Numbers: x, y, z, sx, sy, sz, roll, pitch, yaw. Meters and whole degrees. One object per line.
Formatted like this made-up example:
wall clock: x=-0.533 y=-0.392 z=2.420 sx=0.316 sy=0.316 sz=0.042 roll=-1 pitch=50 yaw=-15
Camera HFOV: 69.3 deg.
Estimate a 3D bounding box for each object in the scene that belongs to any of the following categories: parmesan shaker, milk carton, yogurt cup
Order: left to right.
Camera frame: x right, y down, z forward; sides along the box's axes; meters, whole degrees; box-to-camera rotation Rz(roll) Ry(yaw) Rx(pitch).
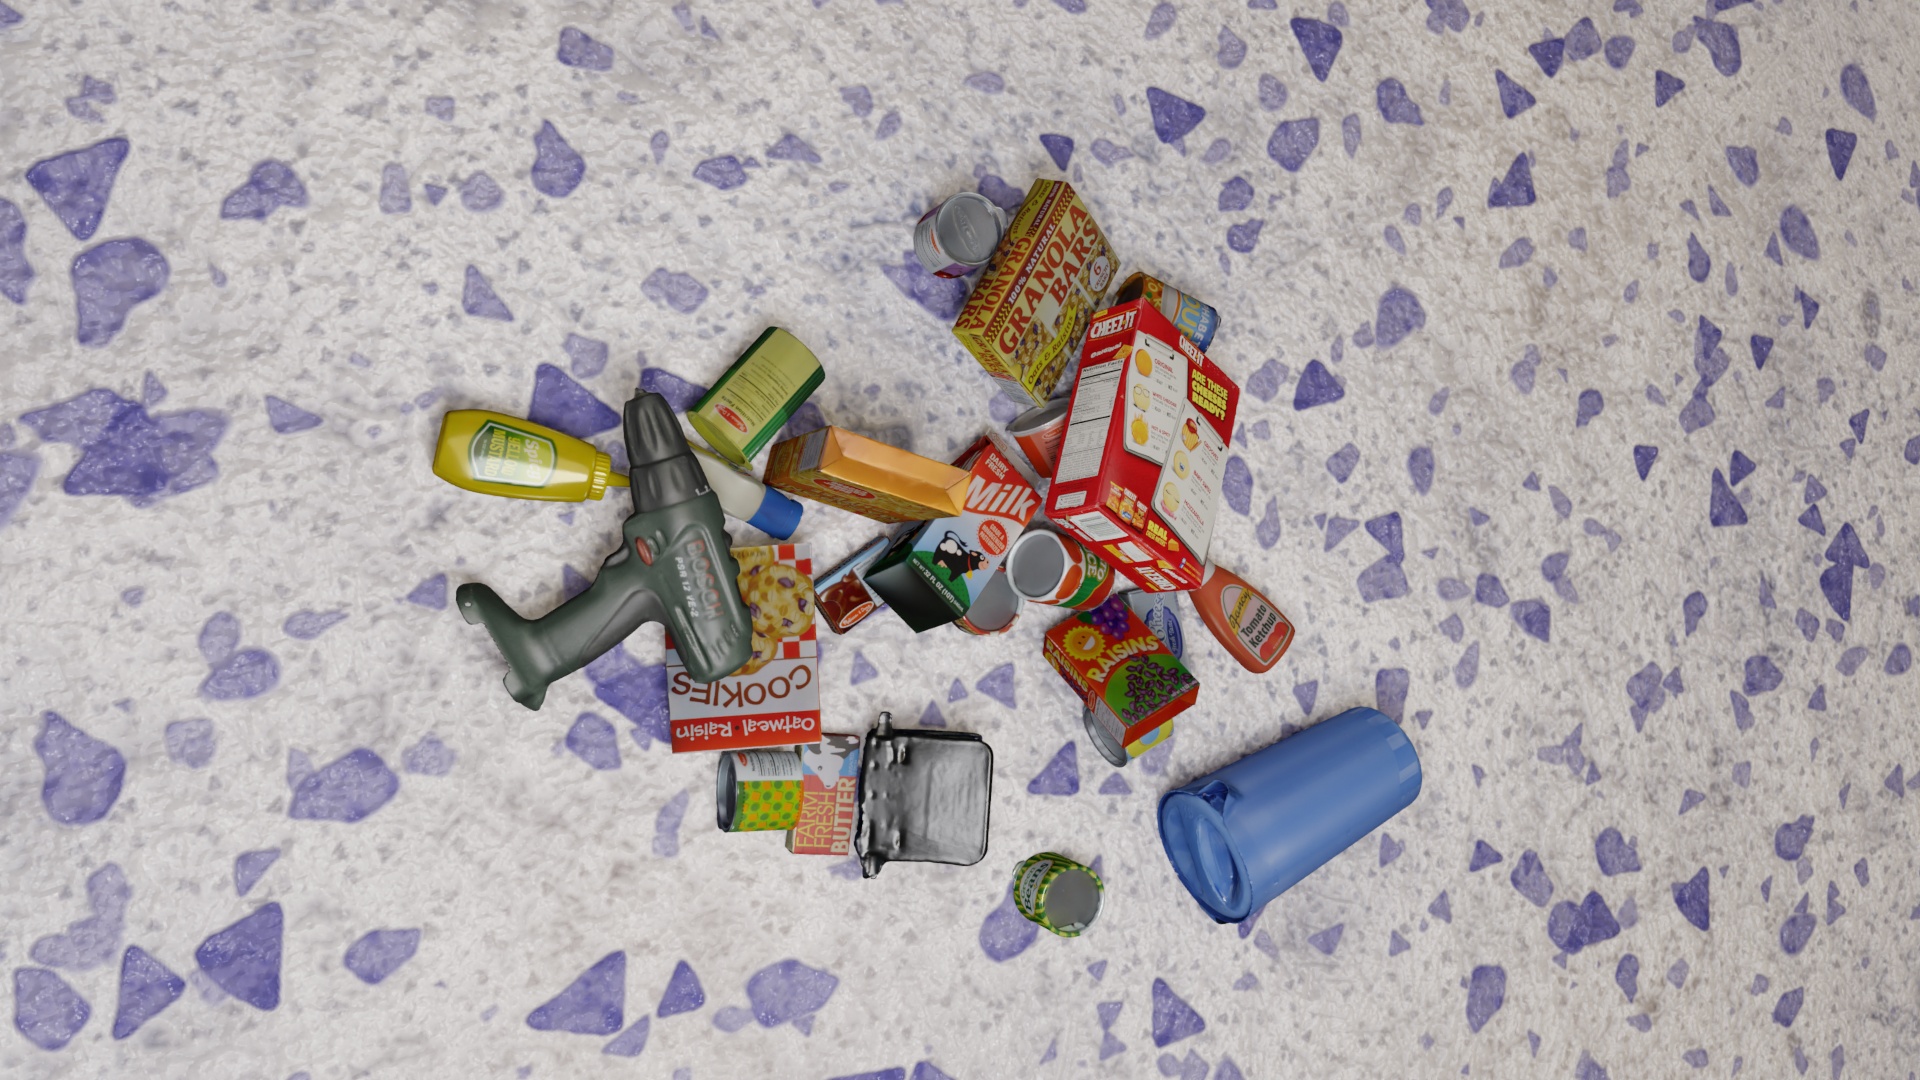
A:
parmesan shaker: x=-0.168 y=-0.119 z=1.160 sx=0.071 sy=0.071 sz=0.103 roll=45 pitch=73 yaw=-16
milk carton: x=0.004 y=-0.015 z=1.211 sx=0.072 sy=0.073 sz=0.191 roll=47 pitch=54 yaw=-15
yogurt cup: x=0.086 y=-0.093 z=1.268 sx=0.072 sy=0.072 sz=0.053 roll=-34 pitch=110 yaw=-20

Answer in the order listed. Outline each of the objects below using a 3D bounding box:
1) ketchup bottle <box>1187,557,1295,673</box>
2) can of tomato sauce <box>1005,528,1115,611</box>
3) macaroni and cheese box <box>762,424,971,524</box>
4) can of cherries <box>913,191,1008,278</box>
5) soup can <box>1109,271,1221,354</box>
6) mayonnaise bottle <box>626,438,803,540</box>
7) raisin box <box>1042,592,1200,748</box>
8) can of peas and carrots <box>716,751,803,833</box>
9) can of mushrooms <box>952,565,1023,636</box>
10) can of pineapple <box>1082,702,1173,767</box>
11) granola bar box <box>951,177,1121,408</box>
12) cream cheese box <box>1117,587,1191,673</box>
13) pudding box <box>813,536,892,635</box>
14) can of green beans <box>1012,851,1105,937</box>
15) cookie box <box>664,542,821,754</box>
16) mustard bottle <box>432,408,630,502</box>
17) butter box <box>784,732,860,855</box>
ketchup bottle: x=0.256 y=0.060 z=1.345 sx=0.148 sy=0.043 sz=0.065 roll=44 pitch=72 yaw=-15
can of tomato sauce: x=0.091 y=0.026 z=1.245 sx=0.083 sy=0.071 sz=0.071 roll=13 pitch=83 yaw=-53
macaroni and cheese box: x=-0.080 y=-0.051 z=1.140 sx=0.124 sy=0.166 sz=0.040 roll=18 pitch=82 yaw=-22
can of cherries: x=0.000 y=-0.271 z=1.239 sx=0.071 sy=0.058 sz=0.071 roll=1 pitch=87 yaw=-22
soup can: x=0.191 y=-0.208 z=1.310 sx=0.084 sy=0.071 sz=0.071 roll=22 pitch=80 yaw=-20
mayonnaise bottle: x=-0.201 y=-0.048 z=1.148 sx=0.148 sy=0.065 sz=0.041 roll=29 pitch=91 yaw=-23
raisin box: x=0.145 y=0.116 z=1.261 sx=0.086 sy=0.039 sz=0.124 roll=-28 pitch=57 yaw=-21
can of peas and carrots: x=-0.167 y=0.210 z=1.153 sx=0.059 sy=0.071 sz=0.071 roll=3 pitch=88 yaw=-23
can of mushrooms: x=0.020 y=0.054 z=1.251 sx=0.071 sy=0.033 sz=0.071 roll=0 pitch=89 yaw=-23
can of pineapple: x=0.155 y=0.166 z=1.286 sx=0.058 sy=0.071 sz=0.071 roll=-27 pitch=99 yaw=-22
granola bar box: x=0.072 y=-0.220 z=1.247 sx=0.124 sy=0.039 sz=0.166 roll=43 pitch=71 yaw=-50
cream cheese box: x=0.187 y=0.094 z=1.324 sx=0.053 sy=0.024 sz=0.103 roll=-12 pitch=93 yaw=-22
pudding box: x=-0.088 y=0.038 z=1.209 sx=0.084 sy=0.030 sz=0.049 roll=-37 pitch=103 yaw=-19
can of green beans: x=0.089 y=0.321 z=1.259 sx=0.071 sy=0.058 sz=0.071 roll=1 pitch=88 yaw=-23
cookie box: x=-0.181 y=0.088 z=1.150 sx=0.123 sy=0.040 sz=0.167 roll=-3 pitch=90 yaw=-9
mustard bottle: x=-0.330 y=-0.061 z=1.100 sx=0.160 sy=0.049 sz=0.065 roll=11 pitch=87 yaw=-22
butter box: x=-0.118 y=0.217 z=1.194 sx=0.053 sy=0.024 sz=0.103 roll=7 pitch=86 yaw=-22
